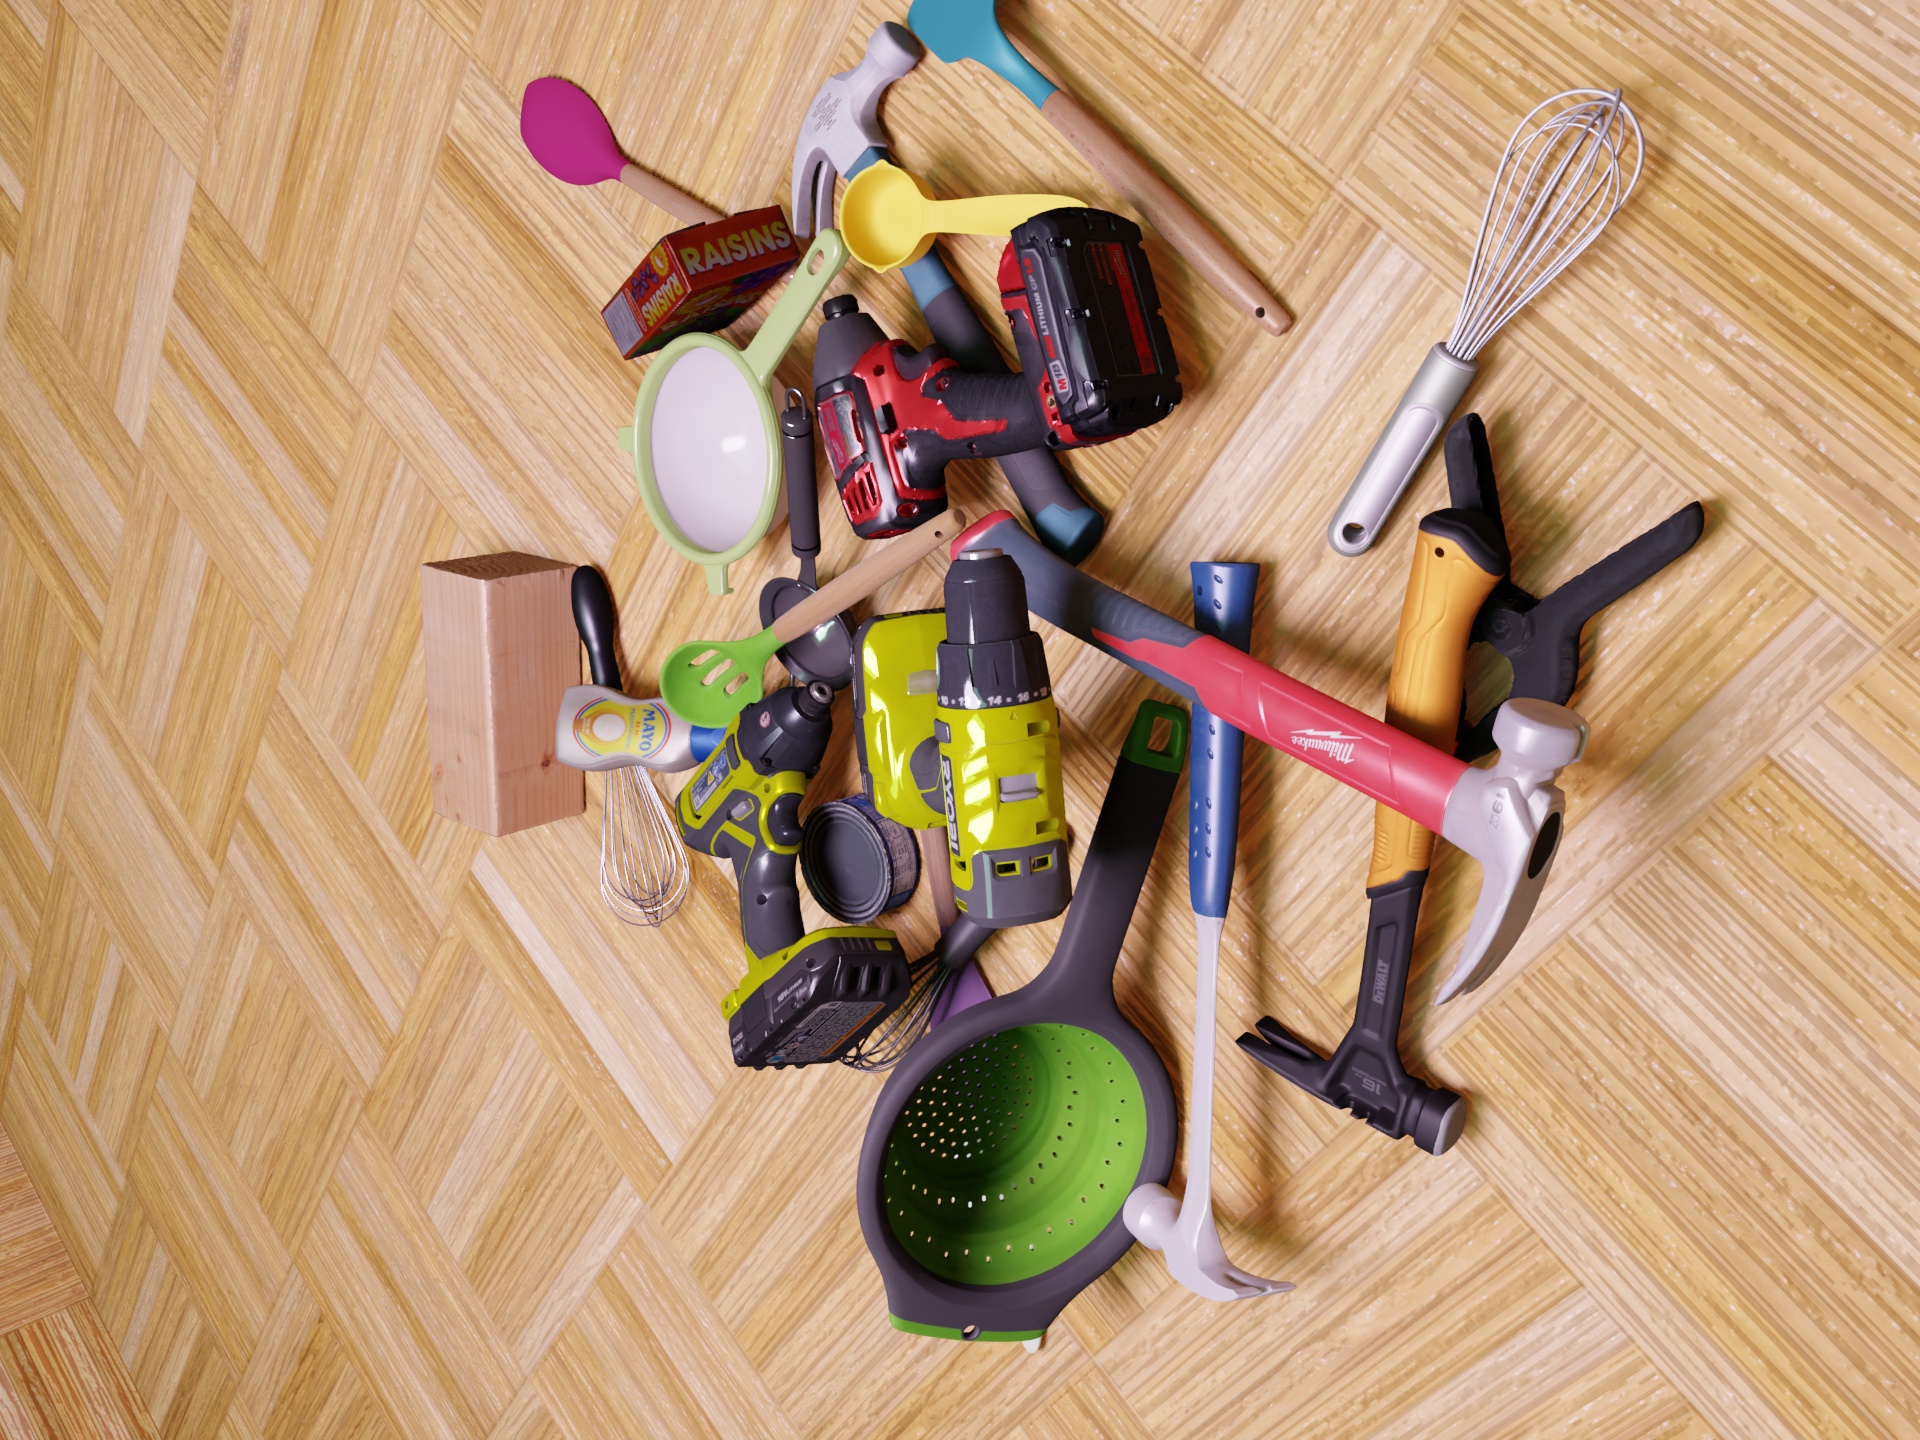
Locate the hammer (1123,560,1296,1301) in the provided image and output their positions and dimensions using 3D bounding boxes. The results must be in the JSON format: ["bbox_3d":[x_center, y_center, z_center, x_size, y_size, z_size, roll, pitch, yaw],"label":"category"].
[{"bbox_3d":[0.140,0.117,0.870,0.144,0.035,0.405,-161,71,-70],"label":"hammer"}]

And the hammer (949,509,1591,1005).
[{"bbox_3d":[0.125,-0.009,0.812,0.387,0.038,0.143,32,120,42],"label":"hammer"}]

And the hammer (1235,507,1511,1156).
[{"bbox_3d":[0.216,0.056,0.797,0.127,0.034,0.336,23,123,37],"label":"hammer"}]

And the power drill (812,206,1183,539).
[{"bbox_3d":[0.004,-0.194,0.881,0.220,0.078,0.143,-15,91,43],"label":"power drill"}]

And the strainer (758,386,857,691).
[{"bbox_3d":[-0.095,-0.106,1.006,0.087,0.050,0.258,31,145,23],"label":"strainer"}]

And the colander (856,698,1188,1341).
[{"bbox_3d":[0.046,0.171,0.956,0.095,0.204,0.397,32,107,65],"label":"colander"}]

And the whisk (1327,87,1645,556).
[{"bbox_3d":[0.237,-0.177,0.745,0.058,0.059,0.246,26,125,2],"label":"whisk"}]

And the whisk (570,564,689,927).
[{"bbox_3d":[-0.261,0.019,1.221,0.070,0.070,0.284,-13,88,42],"label":"whisk"}]

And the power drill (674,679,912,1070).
[{"bbox_3d":[-0.112,0.097,1.032,0.171,0.080,0.223,-46,51,39],"label":"power drill"}]

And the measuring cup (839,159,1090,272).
[{"bbox_3d":[0.005,-0.283,0.895,0.156,0.029,0.062,8,106,25],"label":"measuring cup"}]

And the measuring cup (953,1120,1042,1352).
[{"bbox_3d":[0.030,0.349,1.059,0.083,0.038,0.167,-1,98,41],"label":"measuring cup"}]

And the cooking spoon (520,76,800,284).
[{"bbox_3d":[-0.215,-0.370,1.102,0.319,0.017,0.068,37,125,29],"label":"cooking spoon"}]

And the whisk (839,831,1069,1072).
[{"bbox_3d":[-0.009,0.148,1.023,0.055,0.055,0.239,49,115,20],"label":"whisk"}]

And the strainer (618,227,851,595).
[{"bbox_3d":[-0.121,-0.212,1.028,0.152,0.069,0.256,56,130,19],"label":"strainer"}]

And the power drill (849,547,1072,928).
[{"bbox_3d":[-0.001,-0.003,0.894,0.229,0.080,0.190,-154,57,-73],"label":"power drill"}]

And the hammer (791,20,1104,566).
[{"bbox_3d":[-0.005,-0.239,0.944,0.128,0.033,0.331,-36,77,40],"label":"hammer"}]

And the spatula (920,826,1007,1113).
[{"bbox_3d":[-0.013,0.109,1.050,0.060,0.018,0.316,-4,99,37],"label":"spatula"}]

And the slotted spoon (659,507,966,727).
[{"bbox_3d":[-0.096,-0.064,0.999,0.070,0.031,0.314,42,140,-19],"label":"slotted spoon"}]

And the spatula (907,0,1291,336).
[{"bbox_3d":[0.073,-0.321,0.865,0.318,0.044,0.082,50,128,14],"label":"spatula"}]
